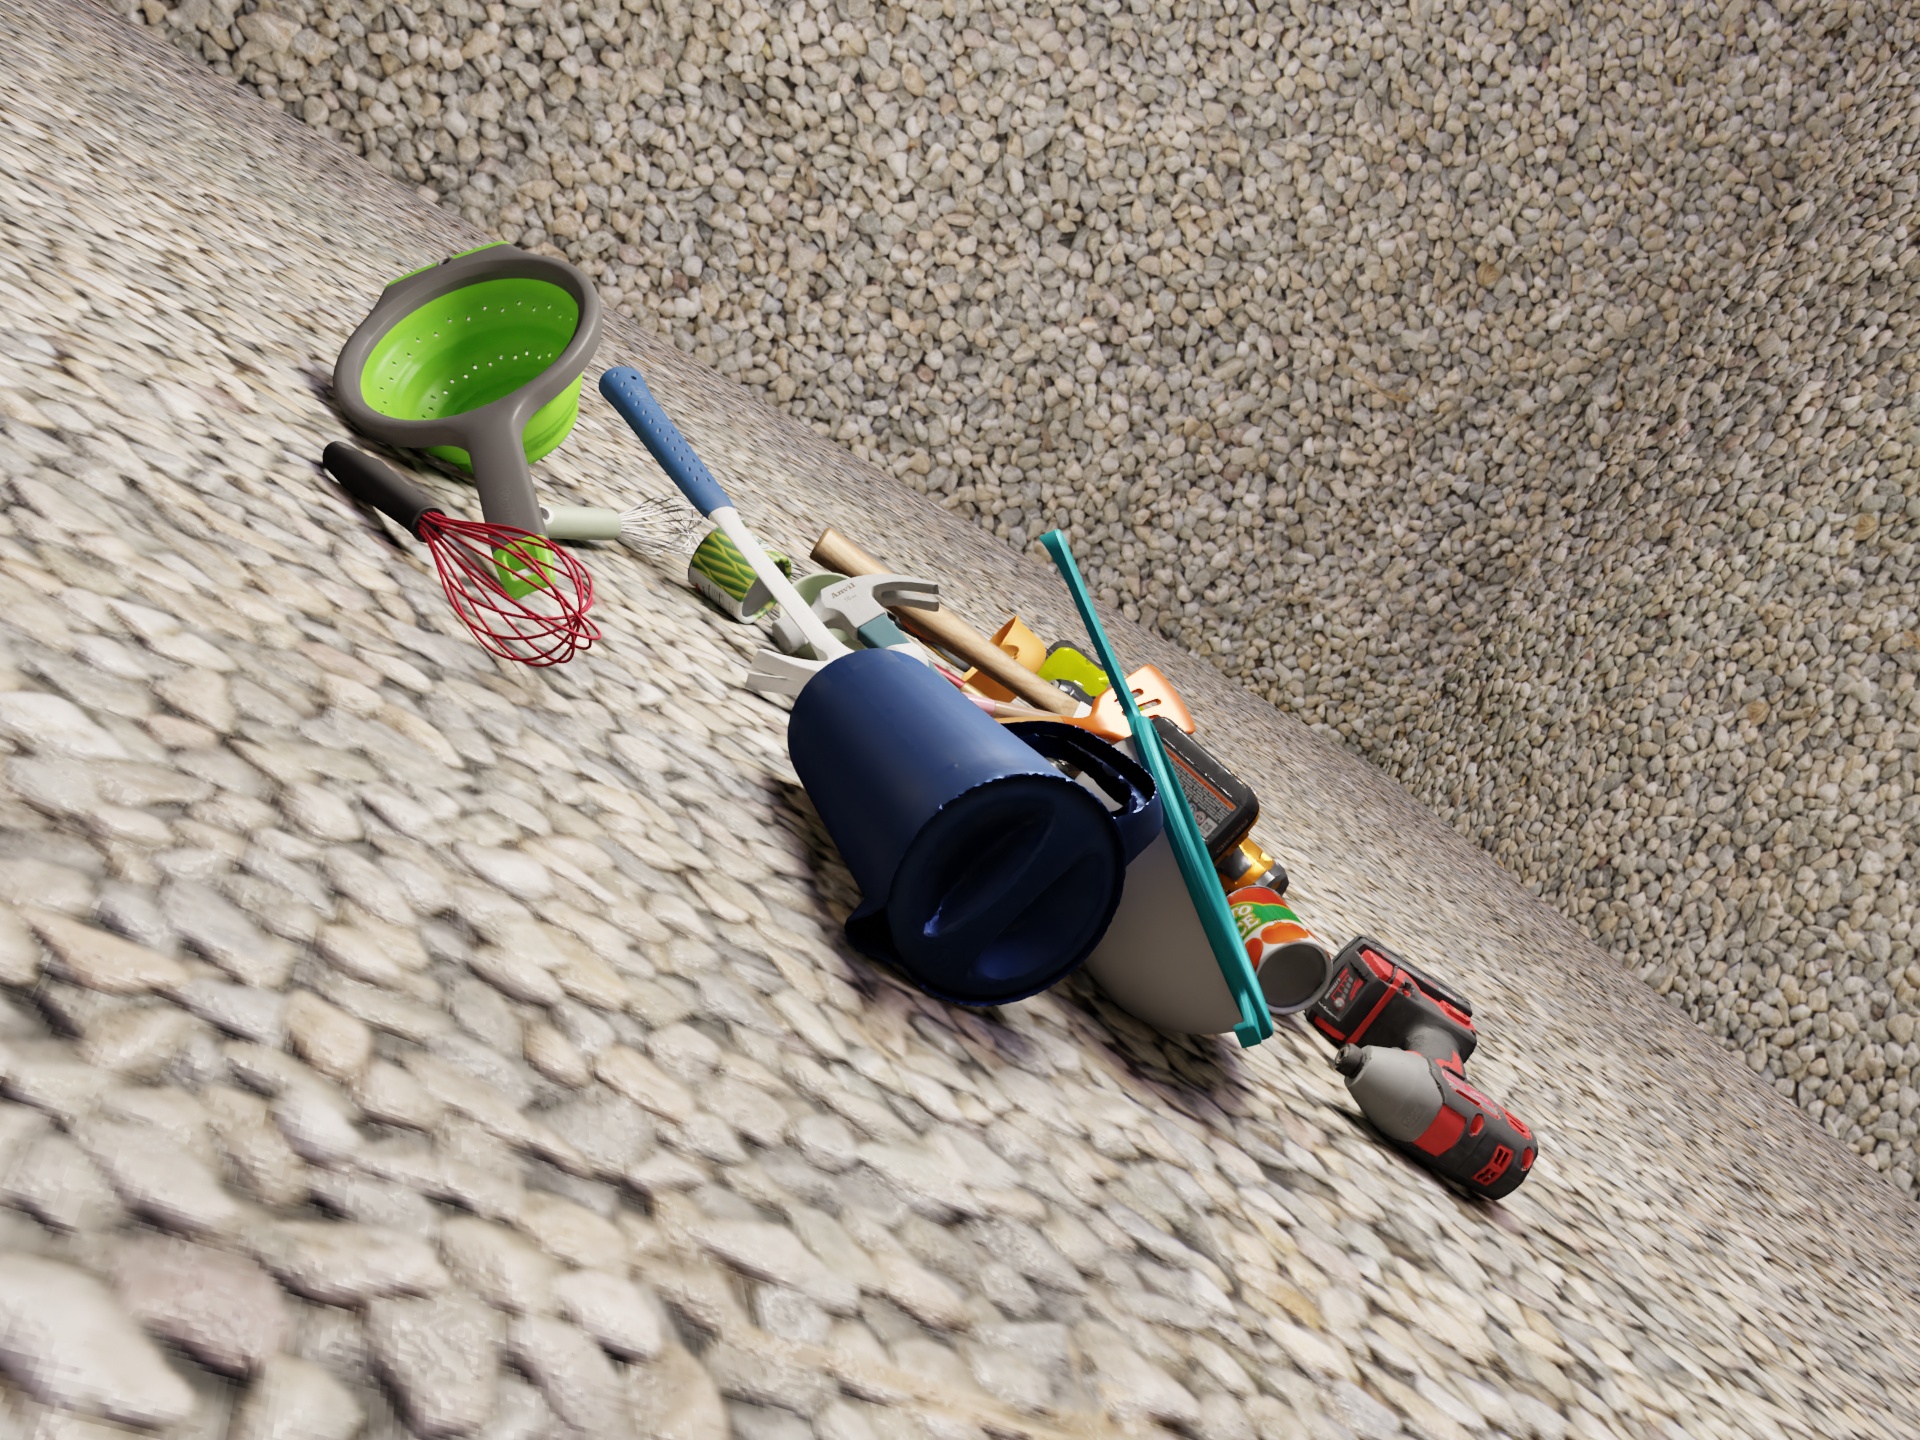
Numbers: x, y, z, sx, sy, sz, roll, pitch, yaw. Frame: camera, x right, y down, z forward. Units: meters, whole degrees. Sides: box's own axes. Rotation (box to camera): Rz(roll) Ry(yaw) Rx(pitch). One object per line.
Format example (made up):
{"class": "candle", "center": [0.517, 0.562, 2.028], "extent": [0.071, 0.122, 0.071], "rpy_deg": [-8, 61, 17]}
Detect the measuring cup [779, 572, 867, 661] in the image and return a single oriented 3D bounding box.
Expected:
{"class": "measuring cup", "center": [-0.082, -0.053, 1.311], "extent": [0.168, 0.083, 0.038], "rpy_deg": [45, -24, 20]}

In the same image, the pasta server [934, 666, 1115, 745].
{"class": "pasta server", "center": [0.055, -0.010, 1.399], "extent": [0.316, 0.040, 0.060], "rpy_deg": [14, 45, -21]}

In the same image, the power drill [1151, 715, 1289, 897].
{"class": "power drill", "center": [0.188, 0.075, 1.365], "extent": [0.185, 0.084, 0.226], "rpy_deg": [43, -3, 28]}

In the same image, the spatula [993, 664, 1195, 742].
{"class": "spatula", "center": [0.071, -0.002, 1.345], "extent": [0.322, 0.041, 0.081], "rpy_deg": [-4, 54, -43]}

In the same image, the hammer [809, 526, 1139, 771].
{"class": "hammer", "center": [0.007, -0.066, 1.441], "extent": [0.331, 0.130, 0.031], "rpy_deg": [34, -30, -9]}

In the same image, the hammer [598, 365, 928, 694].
{"class": "hammer", "center": [-0.188, -0.157, 1.260], "extent": [0.144, 0.035, 0.406], "rpy_deg": [-8, 47, -41]}

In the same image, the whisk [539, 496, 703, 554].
{"class": "whisk", "center": [-0.273, -0.154, 1.252], "extent": [0.058, 0.059, 0.246], "rpy_deg": [58, 20, 7]}

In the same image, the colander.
{"class": "colander", "center": [-0.329, -0.197, 1.149], "extent": [0.094, 0.204, 0.398], "rpy_deg": [73, -7, -50]}

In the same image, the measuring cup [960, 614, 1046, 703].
{"class": "measuring cup", "center": [0.054, -0.052, 1.568], "extent": [0.052, 0.095, 0.174], "rpy_deg": [40, -4, -10]}

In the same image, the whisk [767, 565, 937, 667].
{"class": "whisk", "center": [-0.097, -0.082, 1.434], "extent": [0.238, 0.055, 0.055], "rpy_deg": [28, 11, -44]}

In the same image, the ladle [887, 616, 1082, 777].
{"class": "ladle", "center": [0.023, -0.017, 1.545], "extent": [0.315, 0.031, 0.069], "rpy_deg": [37, 6, 8]}

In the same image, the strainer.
{"class": "strainer", "center": [0.088, 0.051, 0.992], "extent": [0.211, 0.095, 0.340], "rpy_deg": [17, 50, -79]}

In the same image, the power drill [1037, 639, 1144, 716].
{"class": "power drill", "center": [0.137, 0.000, 1.608], "extent": [0.190, 0.080, 0.229], "rpy_deg": [40, 8, -21]}

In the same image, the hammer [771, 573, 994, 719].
{"class": "hammer", "center": [-0.002, -0.004, 1.222], "extent": [0.331, 0.128, 0.033], "rpy_deg": [45, -26, 30]}

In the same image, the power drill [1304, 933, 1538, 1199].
{"class": "power drill", "center": [0.318, 0.242, 1.137], "extent": [0.143, 0.078, 0.220], "rpy_deg": [32, 14, -3]}

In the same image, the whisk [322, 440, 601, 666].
{"class": "whisk", "center": [-0.305, -0.108, 0.942], "extent": [0.296, 0.073, 0.073], "rpy_deg": [33, 9, 36]}
